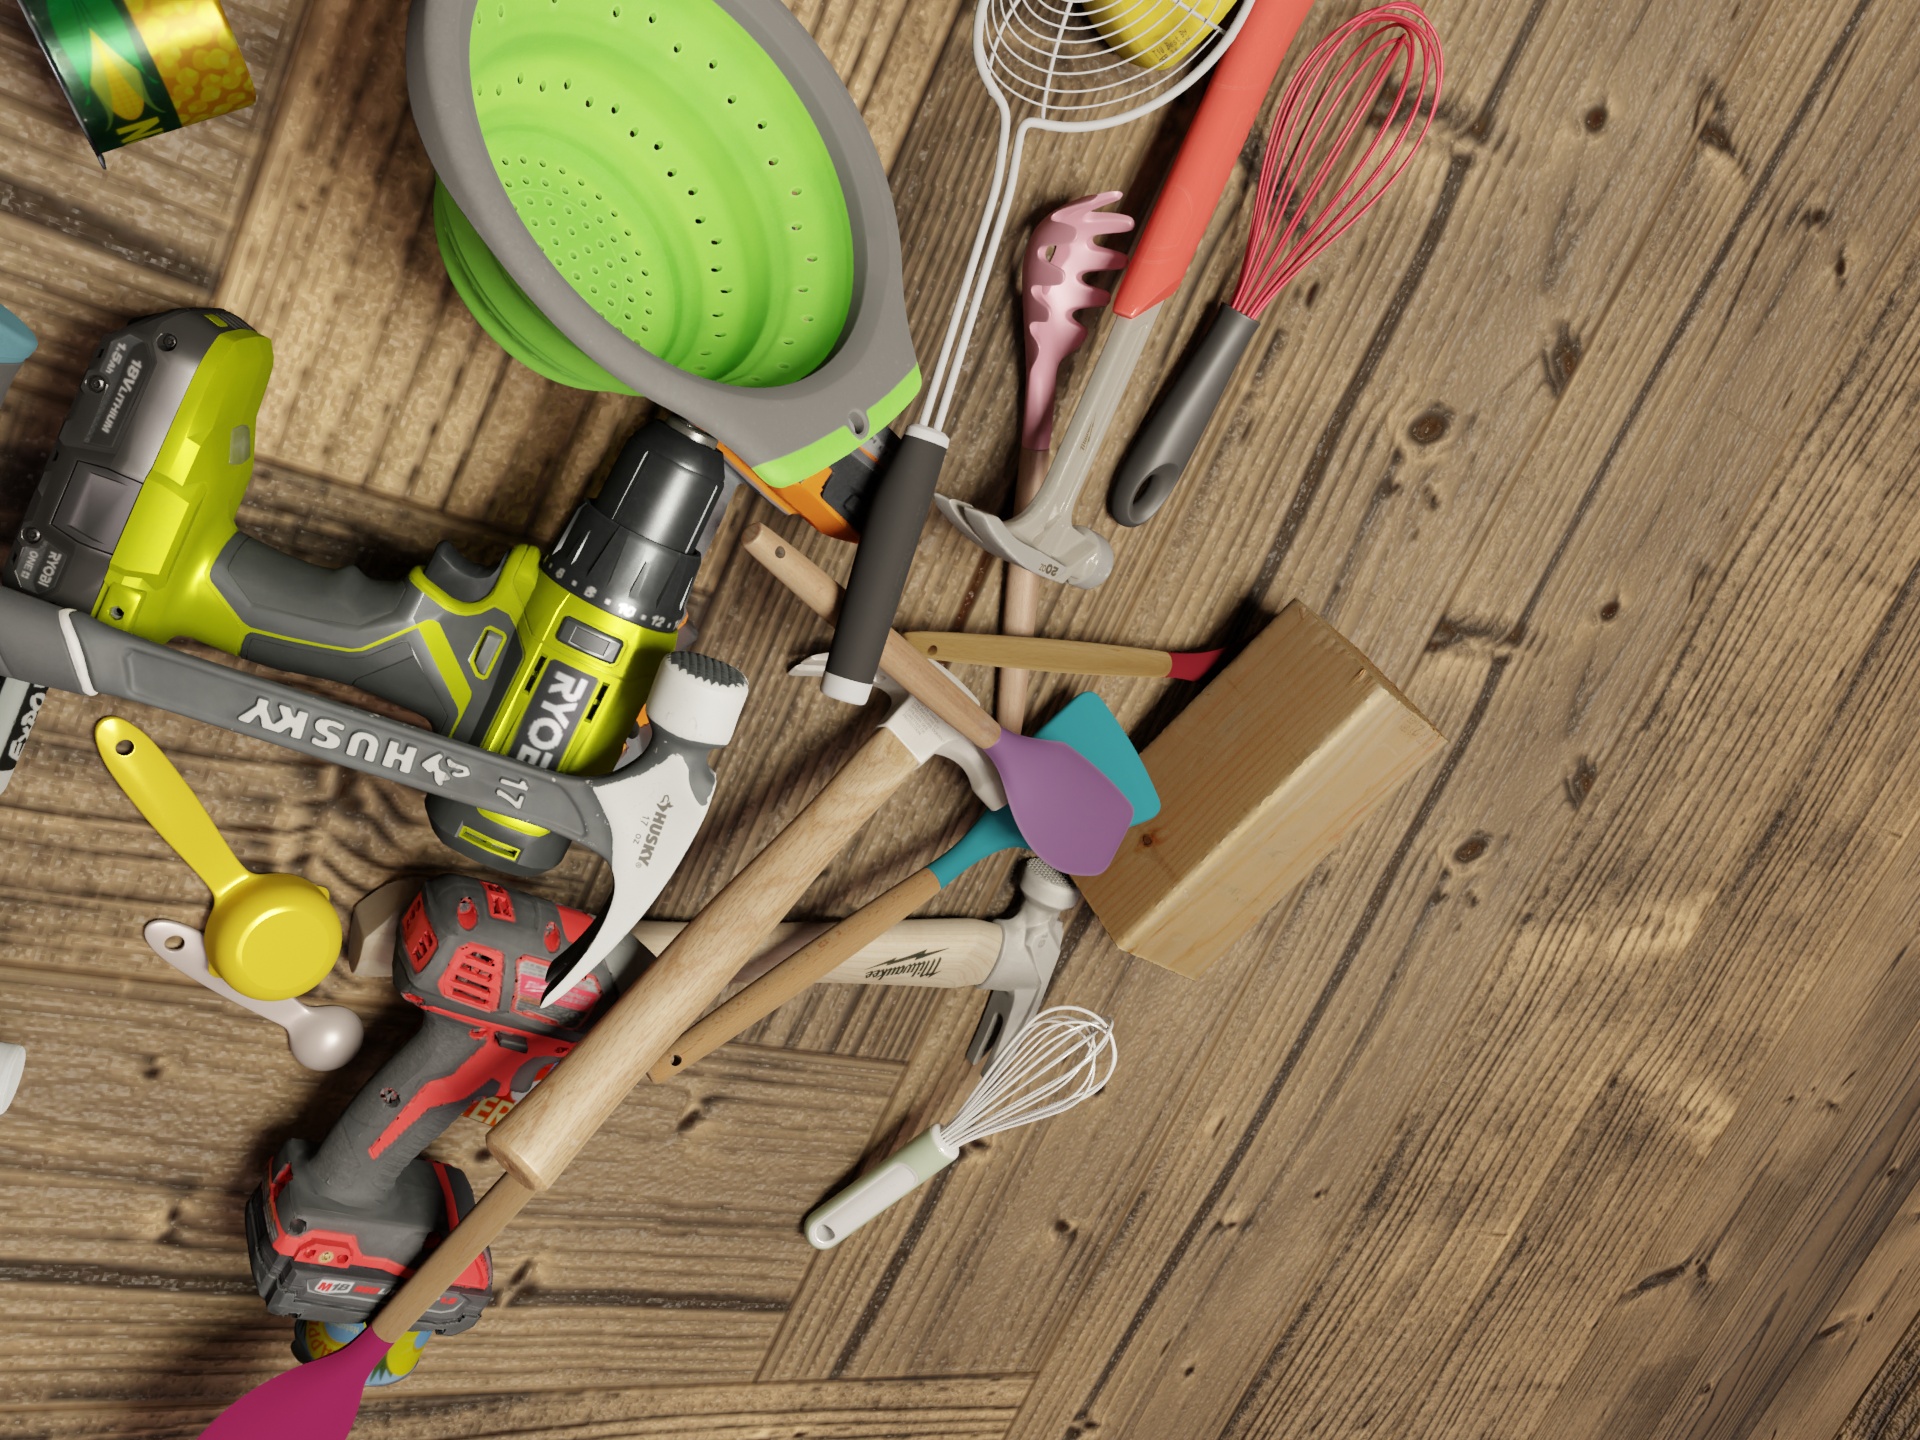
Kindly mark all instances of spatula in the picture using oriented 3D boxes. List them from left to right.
[{"bbox_3d":[-0.032,0.097,0.852,0.317,0.044,0.082,-33,97,-25],"label":"spatula"},{"bbox_3d":[-0.001,-0.002,0.782,0.315,0.018,0.060,41,73,-42],"label":"spatula"}]

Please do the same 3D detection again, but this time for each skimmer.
[{"bbox_3d":[0.023,-0.172,0.665,0.127,0.090,0.363,12,99,-48],"label":"skimmer"}]

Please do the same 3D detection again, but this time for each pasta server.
[{"bbox_3d":[0.043,-0.116,0.833,0.060,0.040,0.316,-30,133,-48],"label":"pasta server"}]

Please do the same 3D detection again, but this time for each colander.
[{"bbox_3d":[-0.166,-0.257,0.572,0.397,0.094,0.204,59,42,-14],"label":"colander"}]

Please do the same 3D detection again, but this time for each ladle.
[{"bbox_3d":[0.095,-0.035,0.894,0.315,0.031,0.069,2,118,-38],"label":"ladle"}]

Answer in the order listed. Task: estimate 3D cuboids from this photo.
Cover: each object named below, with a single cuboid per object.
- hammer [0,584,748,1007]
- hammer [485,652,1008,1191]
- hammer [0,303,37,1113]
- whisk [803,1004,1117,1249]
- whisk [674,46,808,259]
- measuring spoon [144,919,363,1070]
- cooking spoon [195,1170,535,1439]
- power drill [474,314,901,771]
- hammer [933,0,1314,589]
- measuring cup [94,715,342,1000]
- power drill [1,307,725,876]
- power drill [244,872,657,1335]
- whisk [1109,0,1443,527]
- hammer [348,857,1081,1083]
[{"bbox_3d":[-0.292,-0.013,0.565,0.408,0.036,0.149,19,106,-14],"label":"hammer"},{"bbox_3d":[-0.099,0.084,0.762,0.130,0.031,0.331,48,57,-8],"label":"hammer"},{"bbox_3d":[-0.405,-0.003,0.608,0.128,0.033,0.331,14,104,-20],"label":"hammer"},{"bbox_3d":[-0.003,0.250,0.961,0.246,0.059,0.058,-39,96,16],"label":"whisk"},{"bbox_3d":[-0.112,-0.290,0.641,0.055,0.055,0.238,-32,123,-14],"label":"whisk"},{"bbox_3d":[-0.331,0.131,0.748,0.034,0.018,0.124,-44,128,-4],"label":"measuring spoon"},{"bbox_3d":[-0.251,0.266,0.741,0.319,0.017,0.068,-48,128,0],"label":"cooking spoon"},{"bbox_3d":[-0.124,-0.064,0.734,0.226,0.084,0.164,-46,130,3],"label":"power drill"},{"bbox_3d":[0.100,-0.239,0.766,0.149,0.037,0.359,16,99,-62],"label":"hammer"},{"bbox_3d":[-0.328,0.063,0.702,0.062,0.029,0.156,-39,127,-24],"label":"measuring cup"},{"bbox_3d":[-0.219,-0.066,0.619,0.228,0.080,0.190,26,99,-14],"label":"power drill"},{"bbox_3d":[-0.234,0.183,0.764,0.143,0.079,0.219,25,103,-37],"label":"power drill"},{"bbox_3d":[0.156,-0.231,0.832,0.073,0.073,0.295,15,113,-36],"label":"whisk"},{"bbox_3d":[-0.120,0.135,0.869,0.410,0.038,0.146,7,112,-34],"label":"hammer"}]
